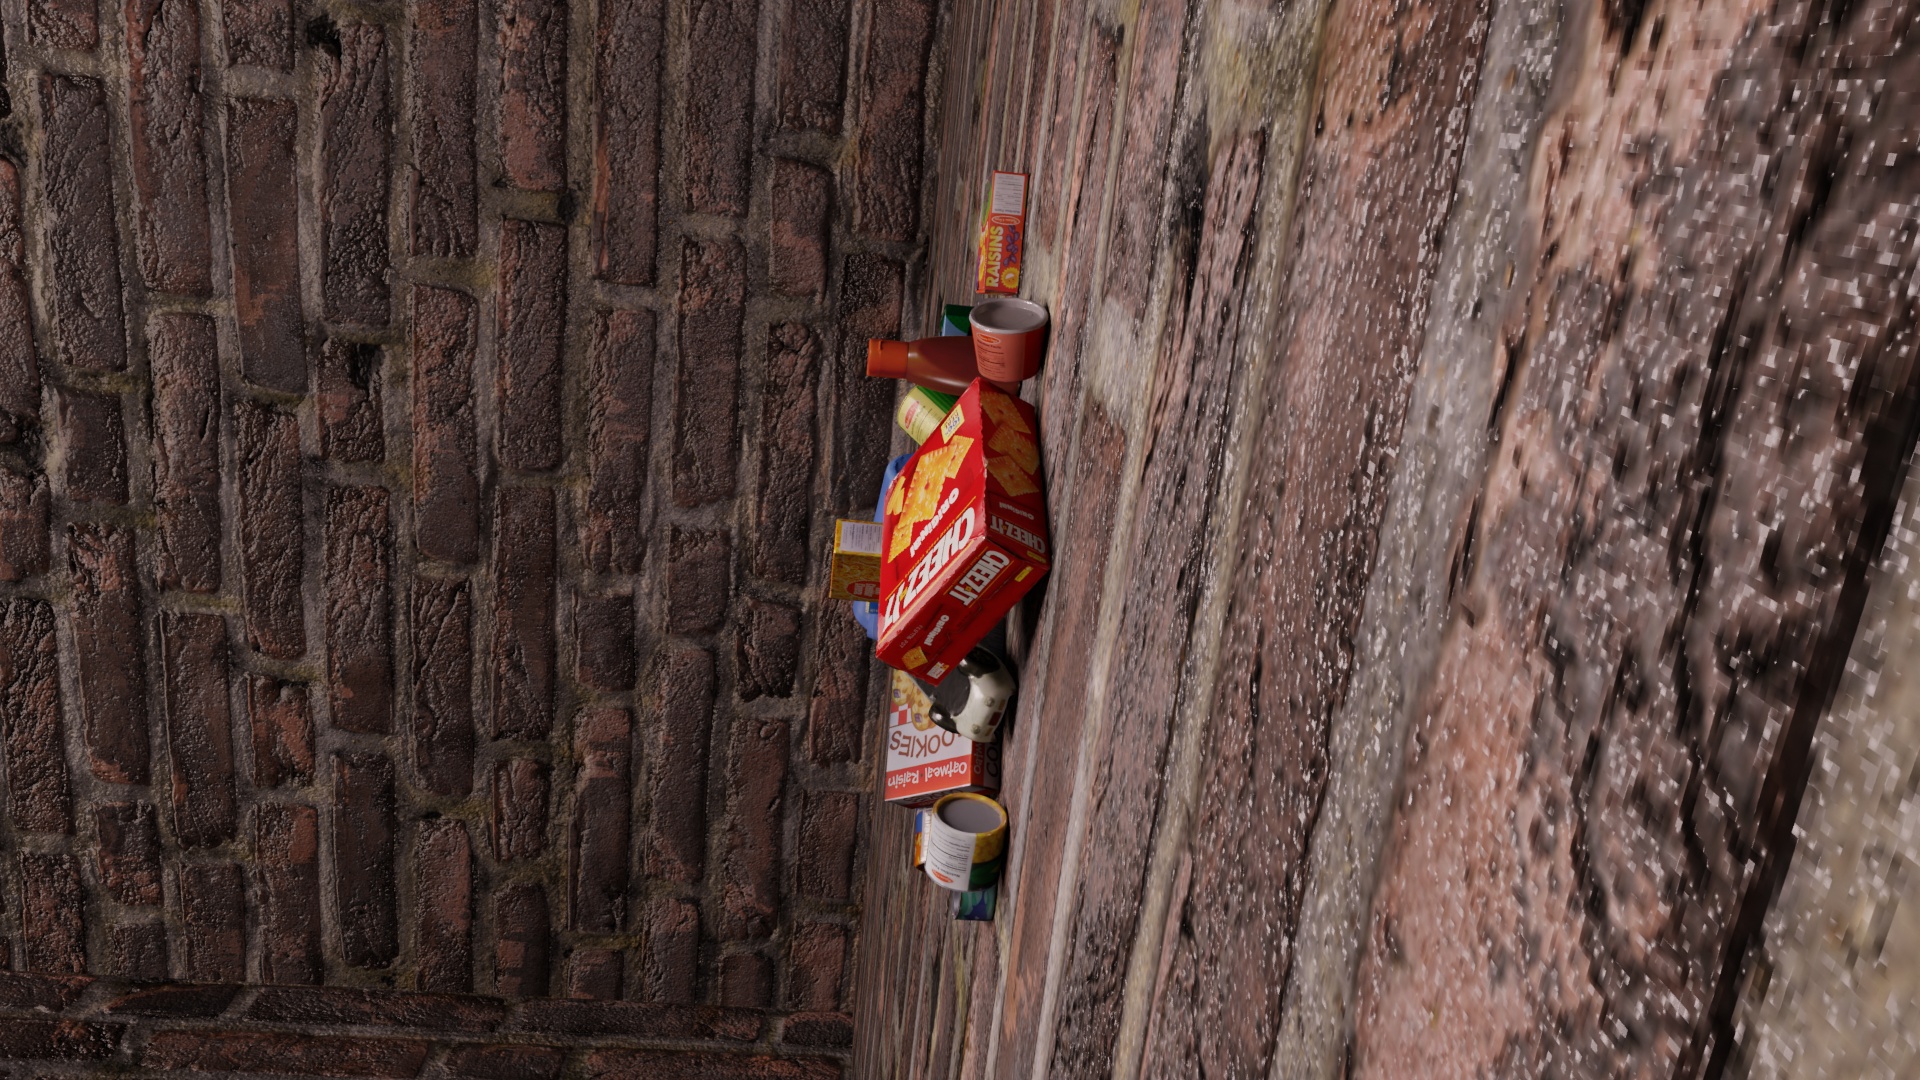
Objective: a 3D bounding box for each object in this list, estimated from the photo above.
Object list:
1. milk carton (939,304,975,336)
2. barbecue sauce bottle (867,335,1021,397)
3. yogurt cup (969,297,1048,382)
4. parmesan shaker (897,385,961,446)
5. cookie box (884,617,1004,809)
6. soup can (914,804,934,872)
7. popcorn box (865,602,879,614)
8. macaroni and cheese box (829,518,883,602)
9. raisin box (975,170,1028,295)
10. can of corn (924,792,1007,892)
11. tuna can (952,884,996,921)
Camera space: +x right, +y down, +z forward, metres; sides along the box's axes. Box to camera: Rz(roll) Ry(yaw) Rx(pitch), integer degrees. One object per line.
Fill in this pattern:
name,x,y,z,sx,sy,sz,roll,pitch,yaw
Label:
milk carton,0.010,-0.147,1.464,0.072,0.073,0.190,173,101,-85
barbecue sauce bottle,-0.016,-0.172,1.355,0.043,0.149,0.065,103,170,-55
yogurt cup,0.042,-0.173,1.205,0.073,0.072,0.053,-93,2,-57
parmesan shaker,-0.006,-0.104,1.373,0.103,0.071,0.071,44,145,28
cookie box,-0.014,0.161,1.313,0.122,0.040,0.168,-21,57,45
soup can,-0.010,0.276,1.344,0.071,0.071,0.084,105,168,-63
popcorn box,-0.041,0.044,1.553,0.038,0.127,0.085,-178,92,-82
macaroni and cheese box,-0.044,0.026,1.387,0.123,0.167,0.040,107,167,-65
raisin box,0.042,-0.320,1.459,0.086,0.040,0.123,-122,37,-80
can of corn,0.006,0.257,1.194,0.071,0.071,0.058,-98,14,-67
tuna can,0.012,0.309,1.246,0.071,0.033,0.071,-171,86,-85
